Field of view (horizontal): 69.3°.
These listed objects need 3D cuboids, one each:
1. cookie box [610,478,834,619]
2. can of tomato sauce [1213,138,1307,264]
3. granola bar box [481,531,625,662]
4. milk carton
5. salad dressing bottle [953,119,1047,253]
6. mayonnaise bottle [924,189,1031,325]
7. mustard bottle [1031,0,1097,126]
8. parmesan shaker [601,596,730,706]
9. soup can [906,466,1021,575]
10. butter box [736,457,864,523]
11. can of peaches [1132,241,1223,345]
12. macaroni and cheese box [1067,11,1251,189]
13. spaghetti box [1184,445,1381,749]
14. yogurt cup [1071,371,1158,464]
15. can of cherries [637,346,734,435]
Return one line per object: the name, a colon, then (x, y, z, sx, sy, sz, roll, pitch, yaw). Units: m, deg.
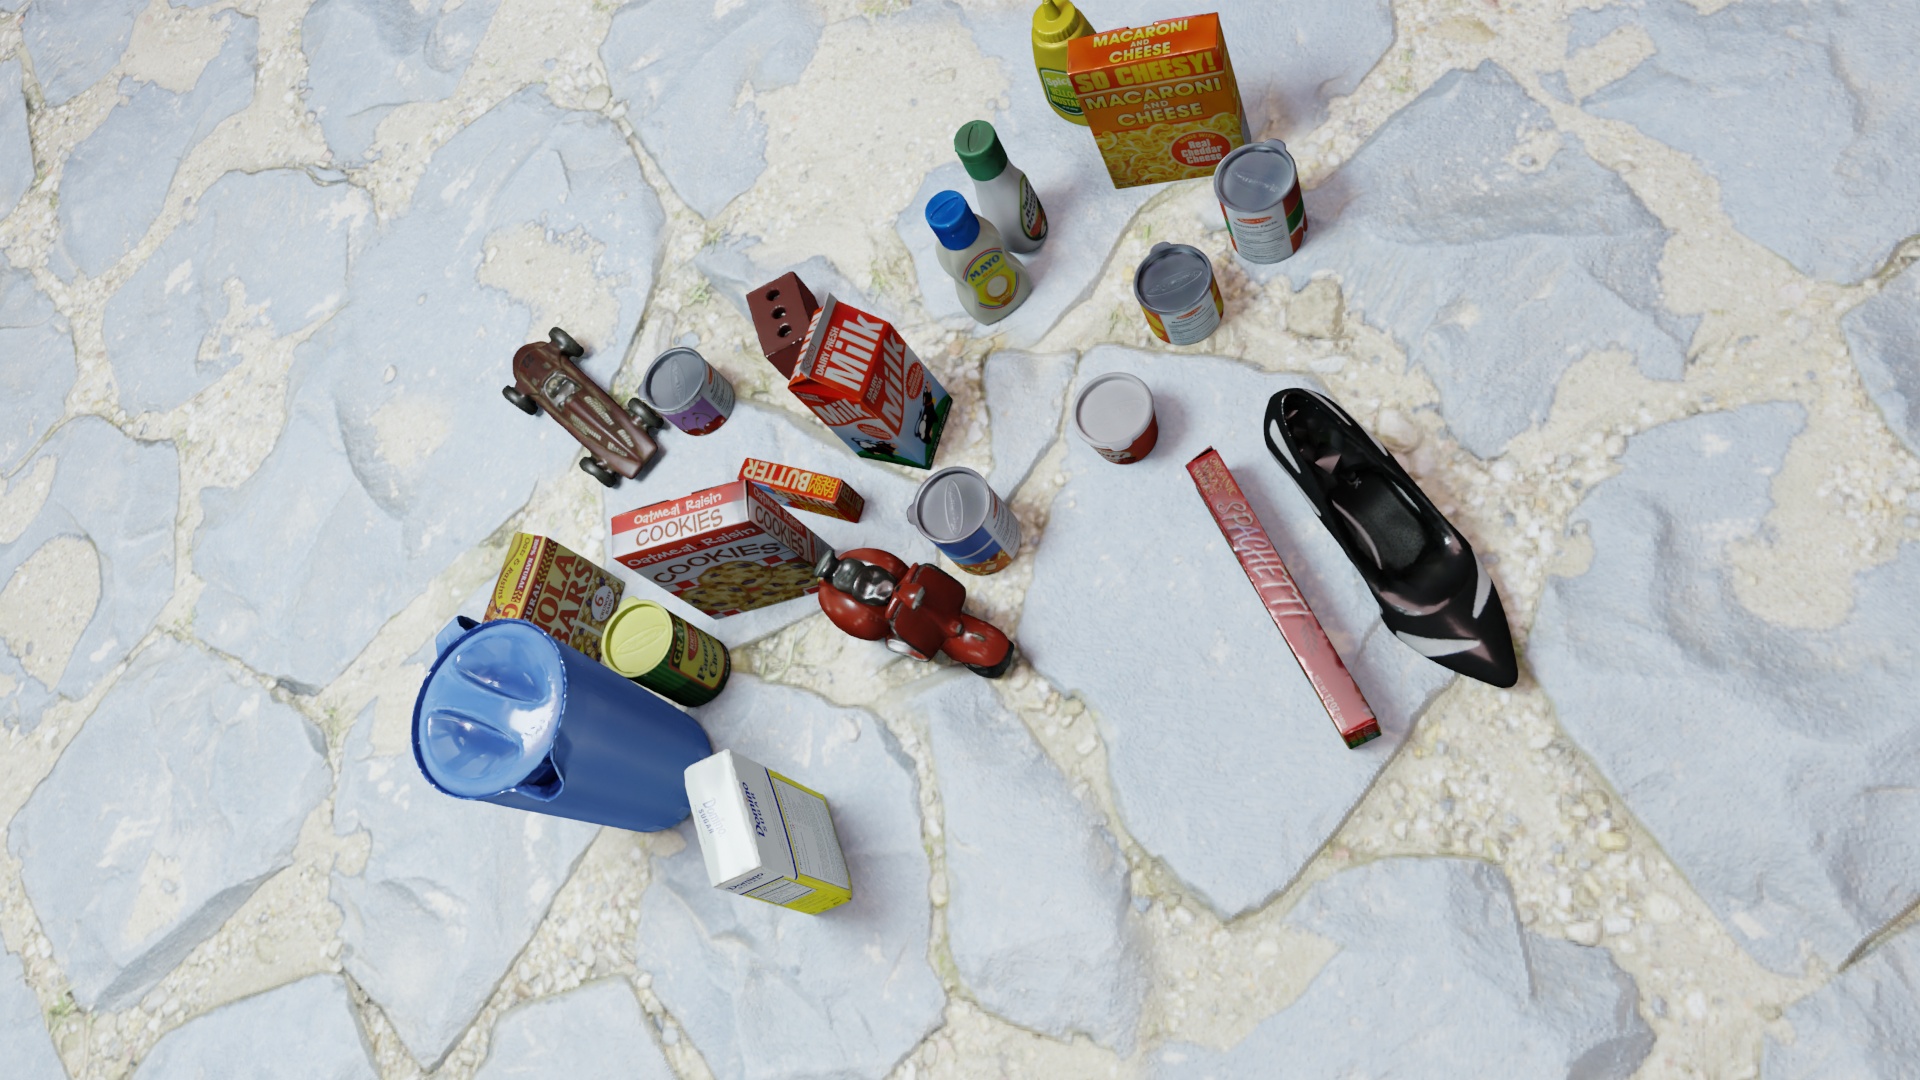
cookie box: (-0.192, 0.010, 1.152, 0.123, 0.167, 0.040, -15, 65, 15)
can of tomato sauce: (0.250, -0.279, 1.149, 0.071, 0.083, 0.071, -7, 67, 18)
granola bar box: (-0.364, 0.091, 1.210, 0.039, 0.124, 0.166, 8, 72, 23)
milk carton: (-0.080, -0.130, 1.153, 0.073, 0.190, 0.072, 12, 74, 25)
salad dressing bottle: (0.035, -0.306, 1.205, 0.044, 0.147, 0.064, 0, 70, 21)
mayonnaise bottle: (0.012, -0.243, 1.188, 0.065, 0.147, 0.041, -38, 61, 3)
mustard bottle: (0.094, -0.430, 1.225, 0.065, 0.160, 0.049, 18, 77, 26)
parmesan shaker: (-0.247, 0.094, 1.176, 0.071, 0.103, 0.071, -7, 67, 18)
soup can: (0.004, -0.014, 1.135, 0.071, 0.083, 0.071, -7, 67, 18)
butter box: (-0.139, -0.044, 1.219, 0.103, 0.053, 0.024, 14, 75, 25)
can of peaches: (0.182, -0.206, 1.160, 0.071, 0.058, 0.071, -7, 67, 18)
macaroni and cheese box: (0.170, -0.365, 1.167, 0.123, 0.166, 0.040, -4, 69, 20)
spaghetti box: (0.239, 0.039, 1.043, 0.028, 0.050, 0.251, -30, 62, 8)
yogurt cup: (0.130, -0.097, 1.138, 0.072, 0.054, 0.072, -7, 67, 18)
can of cherries: (-0.256, -0.138, 1.298, 0.071, 0.058, 0.072, -7, 67, 18)
